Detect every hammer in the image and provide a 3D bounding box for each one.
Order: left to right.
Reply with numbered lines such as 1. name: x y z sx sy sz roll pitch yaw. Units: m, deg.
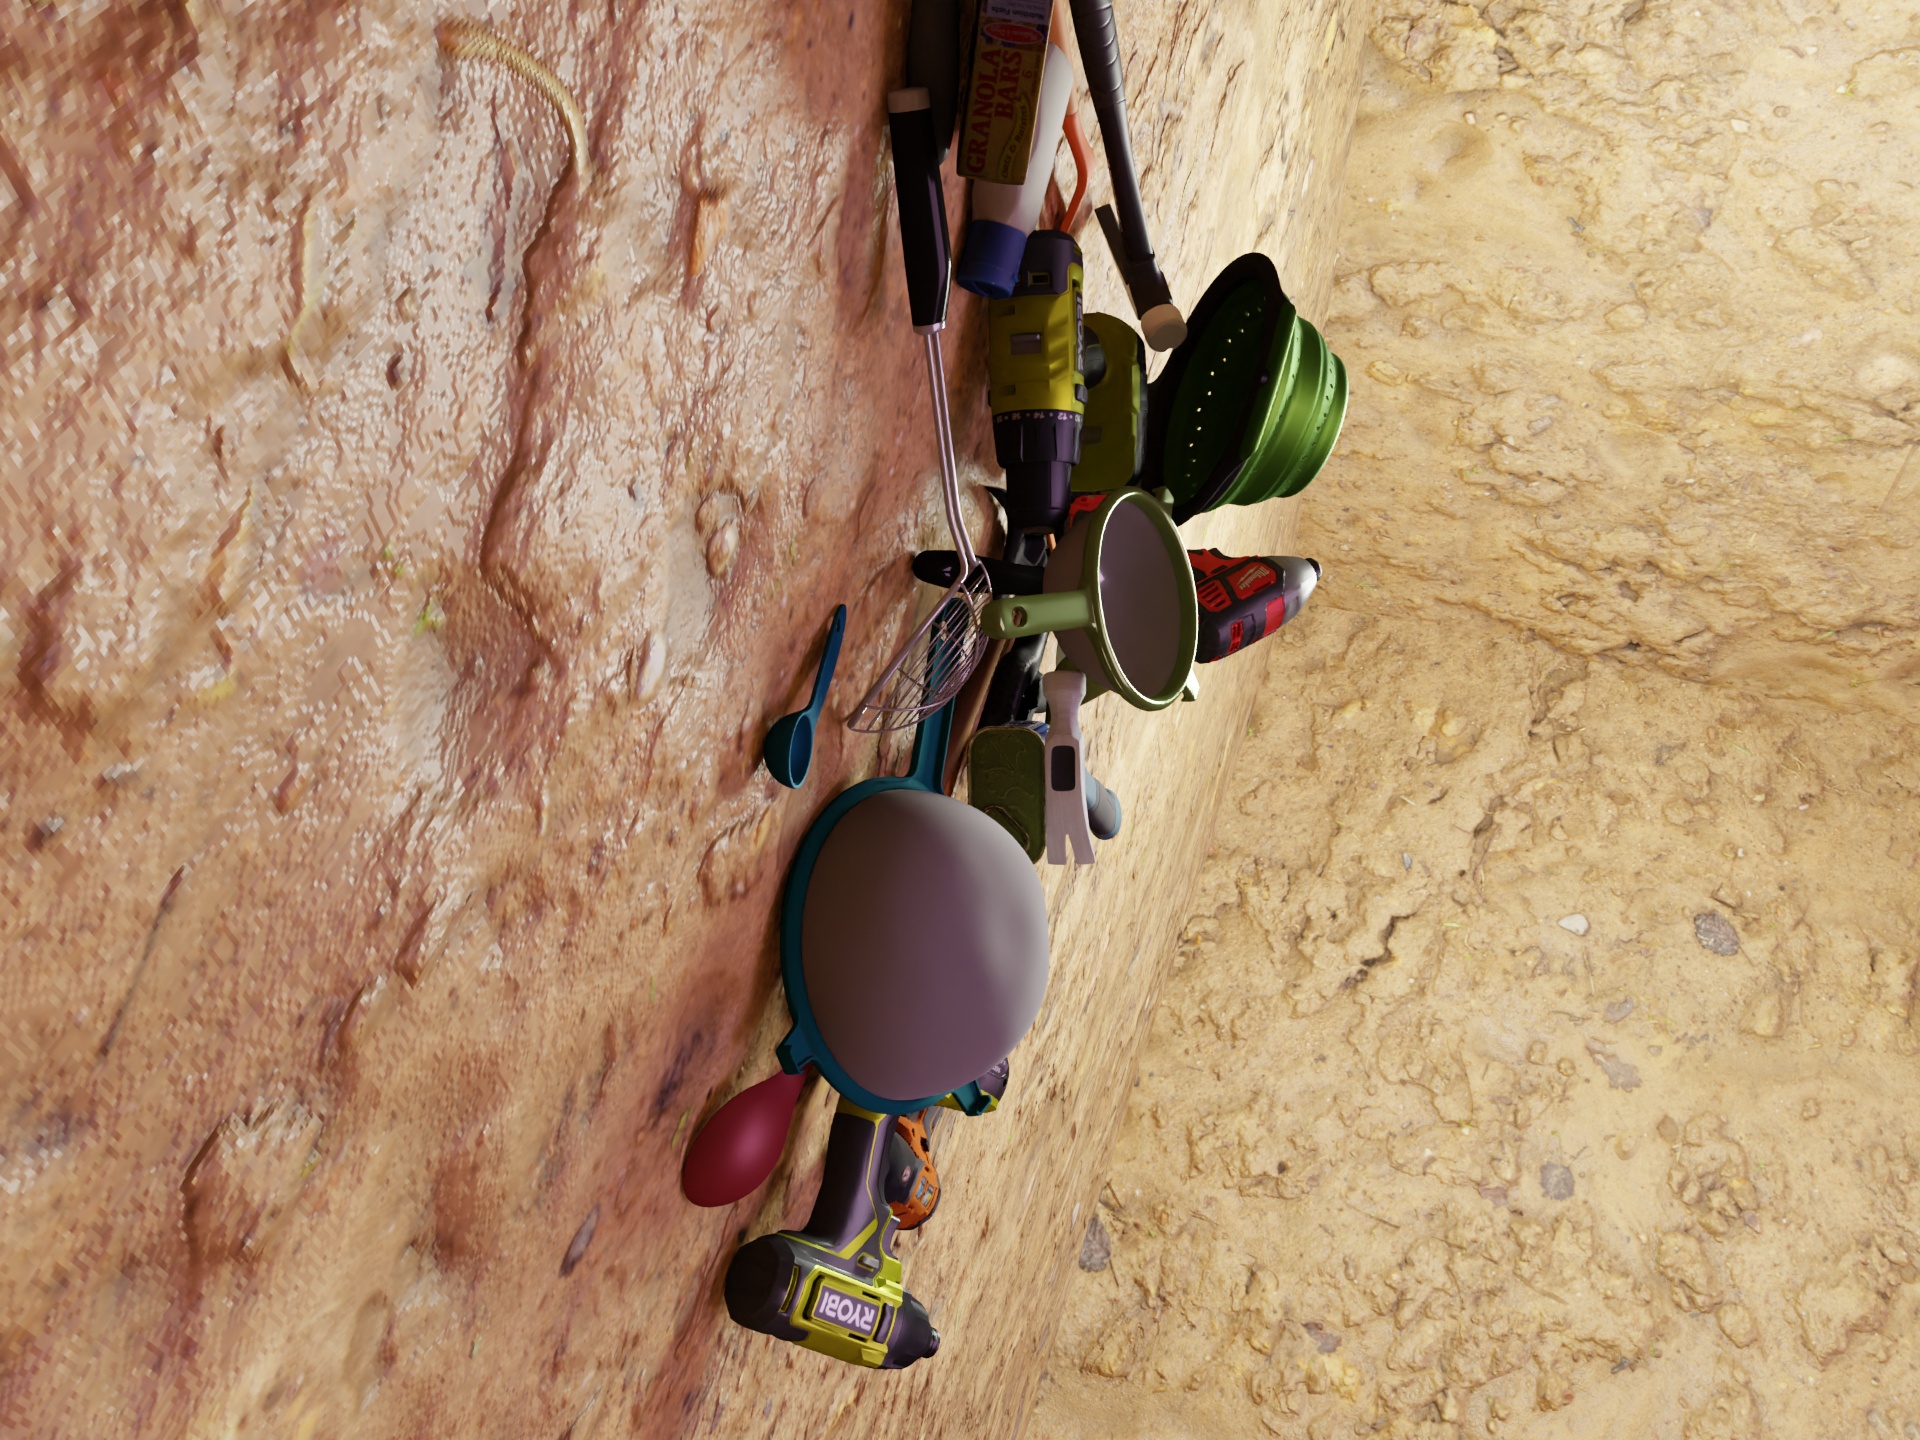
1. hammer: -0.002 -0.004 1.158 0.127 0.034 0.337 64 42 -68
2. hammer: 0.097 0.055 1.221 0.331 0.033 0.128 44 46 -76
3. hammer: 0.105 -0.424 1.111 0.334 0.035 0.146 65 8 -55

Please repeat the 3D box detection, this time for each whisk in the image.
1. whisk: -0.008 -0.389 0.786 0.055 0.055 0.238 -60 162 -46
2. whisk: 0.067 -0.097 1.133 0.295 0.073 0.073 2 102 -50

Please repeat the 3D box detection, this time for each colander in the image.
1. colander: 0.197 -0.237 1.236 0.397 0.094 0.204 -151 -103 -75

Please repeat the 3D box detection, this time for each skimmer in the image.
1. skimmer: -0.038 -0.162 0.902 0.127 0.090 0.363 -56 145 -57

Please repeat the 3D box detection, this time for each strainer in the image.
1. strainer: 0.002 0.076 1.000 0.210 0.095 0.340 28 63 -46
2. strainer: 0.069 -0.071 1.031 0.256 0.069 0.151 -13 96 -55

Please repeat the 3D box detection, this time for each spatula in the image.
1. spatula: 0.058 -0.420 1.041 0.322 0.041 0.081 69 38 -58

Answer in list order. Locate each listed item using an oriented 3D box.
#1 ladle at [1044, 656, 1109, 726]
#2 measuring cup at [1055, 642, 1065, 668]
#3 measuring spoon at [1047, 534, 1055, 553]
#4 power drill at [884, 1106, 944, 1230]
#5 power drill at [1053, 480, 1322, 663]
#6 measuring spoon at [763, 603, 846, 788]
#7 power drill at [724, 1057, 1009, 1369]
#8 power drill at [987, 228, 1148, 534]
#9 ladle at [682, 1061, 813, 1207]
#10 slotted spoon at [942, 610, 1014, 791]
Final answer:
1. ladle: 0.064 0.079 1.336 0.078 0.062 0.320 -38 150 -64
2. measuring cup: 0.102 -0.084 1.329 0.167 0.038 0.083 54 47 -80
3. measuring spoon: 0.068 -0.163 1.222 0.021 0.011 0.117 61 18 -68
4. power drill: -0.026 0.269 1.223 0.164 0.084 0.227 69 41 -62
5. power drill: 0.186 -0.139 1.322 0.143 0.220 0.078 -27 138 -26
6. measuring spoon: -0.087 -0.018 0.886 0.042 0.021 0.129 83 16 -50
7. power drill: -0.051 0.313 1.069 0.171 0.080 0.223 36 62 -37
8. power drill: 0.073 -0.220 1.111 0.228 0.080 0.190 -7 97 -73
9. ladle: -0.070 0.173 0.990 0.315 0.031 0.069 -53 143 -40
10. slotted spoon: -0.026 0.059 1.079 0.314 0.031 0.070 -67 158 -17
